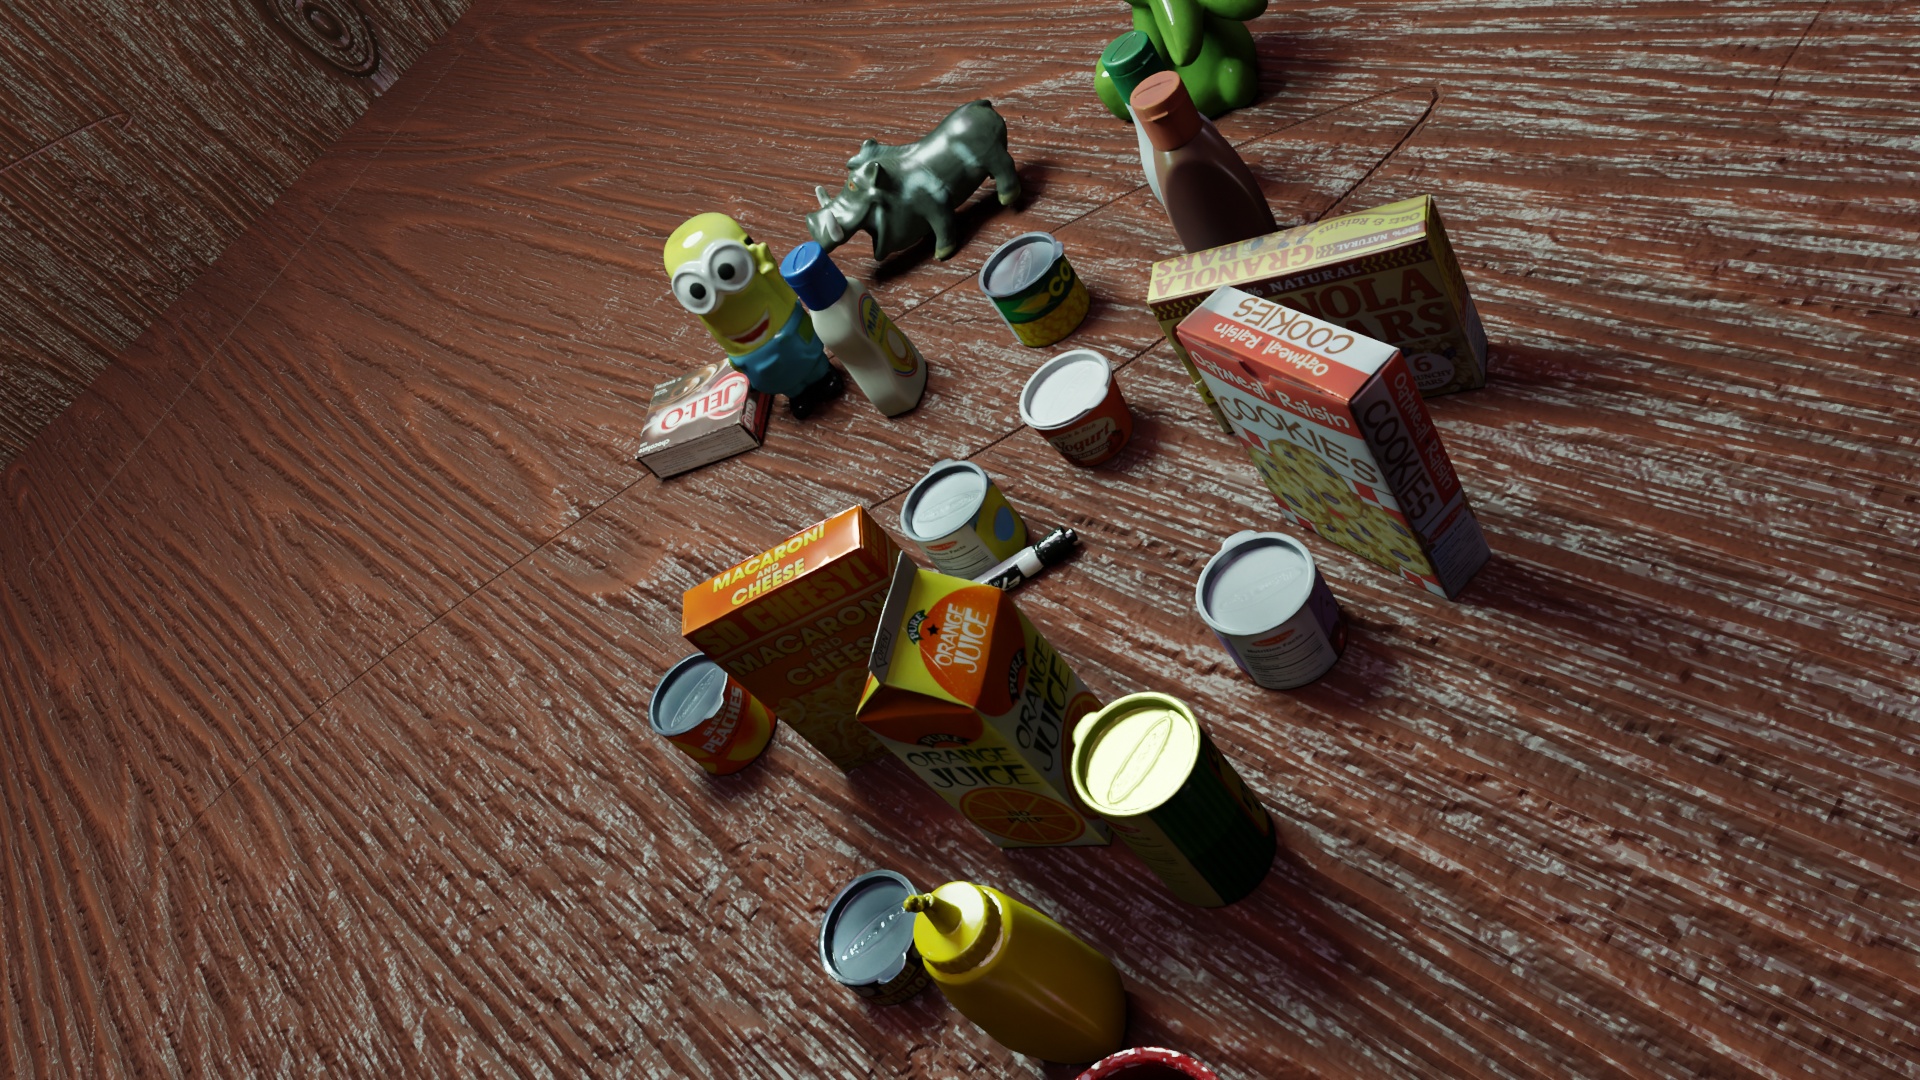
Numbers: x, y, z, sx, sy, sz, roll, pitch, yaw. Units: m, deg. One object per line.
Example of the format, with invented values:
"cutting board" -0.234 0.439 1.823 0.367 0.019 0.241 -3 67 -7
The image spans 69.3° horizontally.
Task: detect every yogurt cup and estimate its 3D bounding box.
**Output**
"yogurt cup" 0.081 -0.087 0.938 0.072 0.053 0.073 -21 44 22

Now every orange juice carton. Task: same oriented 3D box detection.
"orange juice carton" 0.011 0.087 0.727 0.073 0.192 0.072 -10 49 32

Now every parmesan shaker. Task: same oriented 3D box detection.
"parmesan shaker" 0.105 0.128 0.687 0.071 0.102 0.072 -21 44 22

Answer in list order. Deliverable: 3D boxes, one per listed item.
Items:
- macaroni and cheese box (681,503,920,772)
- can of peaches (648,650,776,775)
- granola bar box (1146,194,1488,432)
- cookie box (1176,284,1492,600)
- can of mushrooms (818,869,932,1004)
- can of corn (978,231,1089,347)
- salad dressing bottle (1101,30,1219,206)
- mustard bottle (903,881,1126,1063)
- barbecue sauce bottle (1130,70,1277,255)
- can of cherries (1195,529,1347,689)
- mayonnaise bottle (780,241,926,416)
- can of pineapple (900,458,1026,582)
"macaroni and cheese box" -0.066 0.063 0.828 0.123 0.166 0.040 -26 42 17
"can of peaches" -0.166 0.118 0.939 0.071 0.058 0.071 -21 44 22
"granola bar box" 0.211 -0.128 0.821 0.165 0.124 0.039 -9 50 32
"cookie box" 0.196 -0.050 0.729 0.040 0.167 0.123 -47 40 -7
"can of mushrooms" -0.042 0.221 0.769 0.071 0.033 0.071 -21 44 22
"can of corn" 0.059 -0.189 1.045 0.071 0.058 0.071 -21 44 22
"salad dressing bottle" 0.150 -0.299 1.005 0.064 0.147 0.044 -51 41 -11
"mustard bottle" 0.021 0.196 0.645 0.065 0.159 0.049 -15 47 28
"barbecue sauce bottle" 0.163 -0.251 0.951 0.065 0.148 0.044 -15 46 27
"can of cherries" 0.170 0.037 0.755 0.071 0.058 0.072 -21 44 22
"mayonnaise bottle" -0.080 -0.163 1.058 0.041 0.147 0.065 -16 46 27
"can of pineapple" 0.003 -0.012 0.927 0.071 0.057 0.071 -21 44 22
